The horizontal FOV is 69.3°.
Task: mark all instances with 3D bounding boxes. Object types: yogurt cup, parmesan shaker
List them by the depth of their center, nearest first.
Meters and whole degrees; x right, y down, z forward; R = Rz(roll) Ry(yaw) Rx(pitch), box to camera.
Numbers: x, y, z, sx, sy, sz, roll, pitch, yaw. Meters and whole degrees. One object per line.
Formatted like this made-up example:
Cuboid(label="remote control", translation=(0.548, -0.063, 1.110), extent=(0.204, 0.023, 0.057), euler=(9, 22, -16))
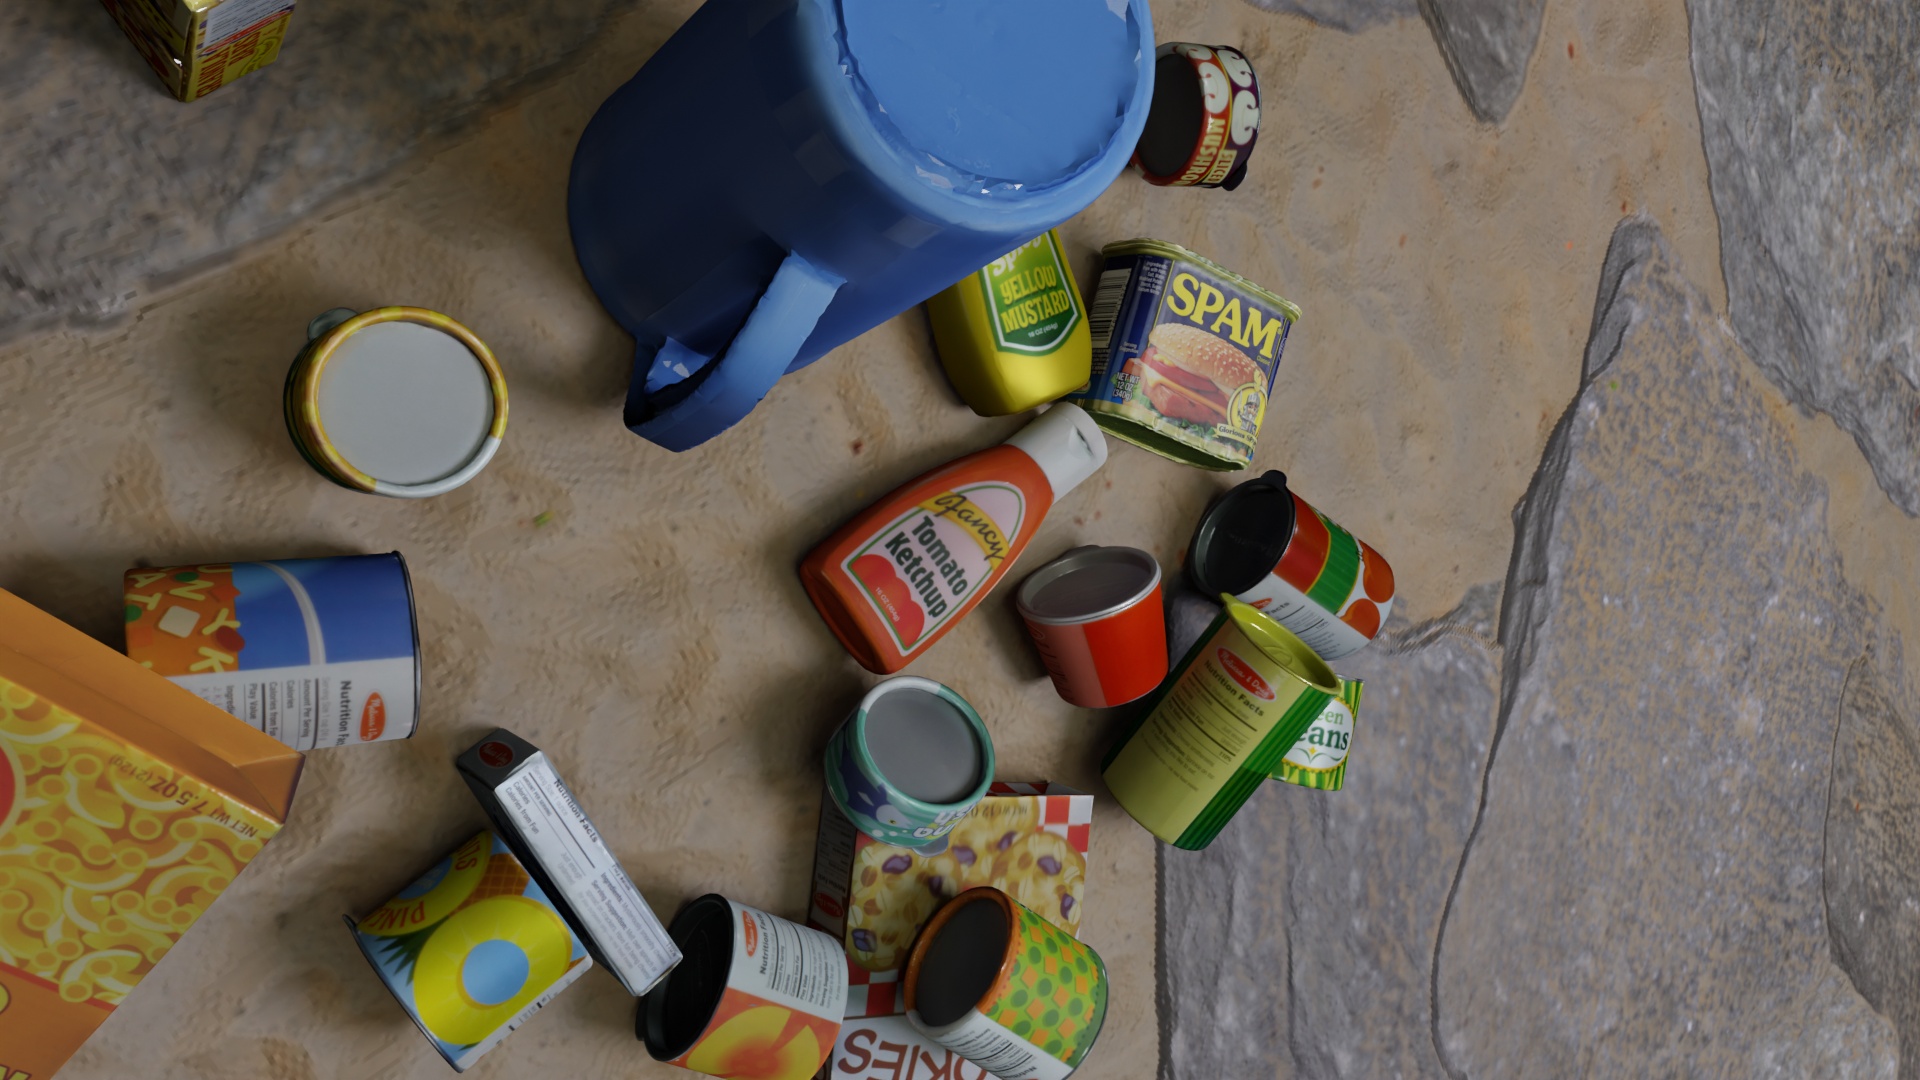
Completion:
Cuboid(label="yogurt cup", translation=(0.065, 0.042, 0.647), extent=(0.073, 0.072, 0.053), euler=(-29, 115, -26))
Cuboid(label="parmesan shaker", translation=(0.120, 0.086, 0.660), extent=(0.071, 0.071, 0.102), euler=(25, 110, -30))

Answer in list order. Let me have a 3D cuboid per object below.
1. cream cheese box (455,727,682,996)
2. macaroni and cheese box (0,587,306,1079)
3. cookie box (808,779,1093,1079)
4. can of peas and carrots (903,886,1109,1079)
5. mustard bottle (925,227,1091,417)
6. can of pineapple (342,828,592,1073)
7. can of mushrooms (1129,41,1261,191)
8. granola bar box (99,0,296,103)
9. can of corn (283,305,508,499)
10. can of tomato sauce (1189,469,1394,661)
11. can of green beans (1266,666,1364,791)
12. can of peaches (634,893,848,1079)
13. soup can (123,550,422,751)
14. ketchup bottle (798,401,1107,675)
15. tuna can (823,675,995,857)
Cuboid(label="cream cheese box", translation=(-0.149, 0.122, 0.529), extent=(0.024, 0.053, 0.103), euler=(-37, 111, -25))
Cuboid(label="macaroni and cheese box", translation=(-0.300, 0.100, 0.405), extent=(0.123, 0.040, 0.166), euler=(40, 99, -27))
Cuboid(label="cookie box", translation=(-0.008, 0.194, 0.626), extent=(0.123, 0.040, 0.167), euler=(7, 89, -31))
Cuboid(label="can of peas and carrots", translation=(0.019, 0.184, 0.580), extent=(0.058, 0.071, 0.071), euler=(39, 74, -26))
Cuboid(label="mustard bottle", translation=(0.009, -0.136, 0.610), extent=(0.065, 0.049, 0.159), euler=(-27, 107, -28))
Cuboid(label="can of pineapple", translation=(-0.178, 0.147, 0.506), extent=(0.058, 0.071, 0.071), euler=(-38, 111, -24))
Cuboid(label="can of mushrooms", translation=(0.109, -0.198, 0.655), extent=(0.033, 0.071, 0.071), euler=(-6, 96, -30))
Cuboid(label="granola bar box", translation=(-0.263, -0.218, 0.398), extent=(0.039, 0.124, 0.165), euler=(-41, 112, -22))
Cuboid(label="can of corn", translation=(-0.199, -0.050, 0.485), extent=(0.071, 0.058, 0.071), euler=(-2, 95, -31))
Cuboid(label="can of tomato sauce", translation=(0.170, 0.014, 0.706), extent=(0.083, 0.071, 0.071), euler=(30, 78, -30))
Cuboid(label="can of green beans", translation=(0.167, 0.092, 0.709), extent=(0.071, 0.071, 0.058), euler=(14, 86, -31))
Cuboid(label="can of peaches", translation=(-0.088, 0.185, 0.564), extent=(0.058, 0.071, 0.071), euler=(29, 79, -29))
Cuboid(label="soup can", translation=(-0.232, 0.037, 0.469), extent=(0.084, 0.071, 0.071), euler=(-3, 95, -30))
Cuboid(label="ketchup bottle", translation=(0.002, -0.008, 0.618), extent=(0.149, 0.043, 0.064), euler=(-39, 105, -24))
Cuboid(label="tuna can", translation=(-0.020, 0.094, 0.581), extent=(0.071, 0.032, 0.071), euler=(19, 45, -20))
